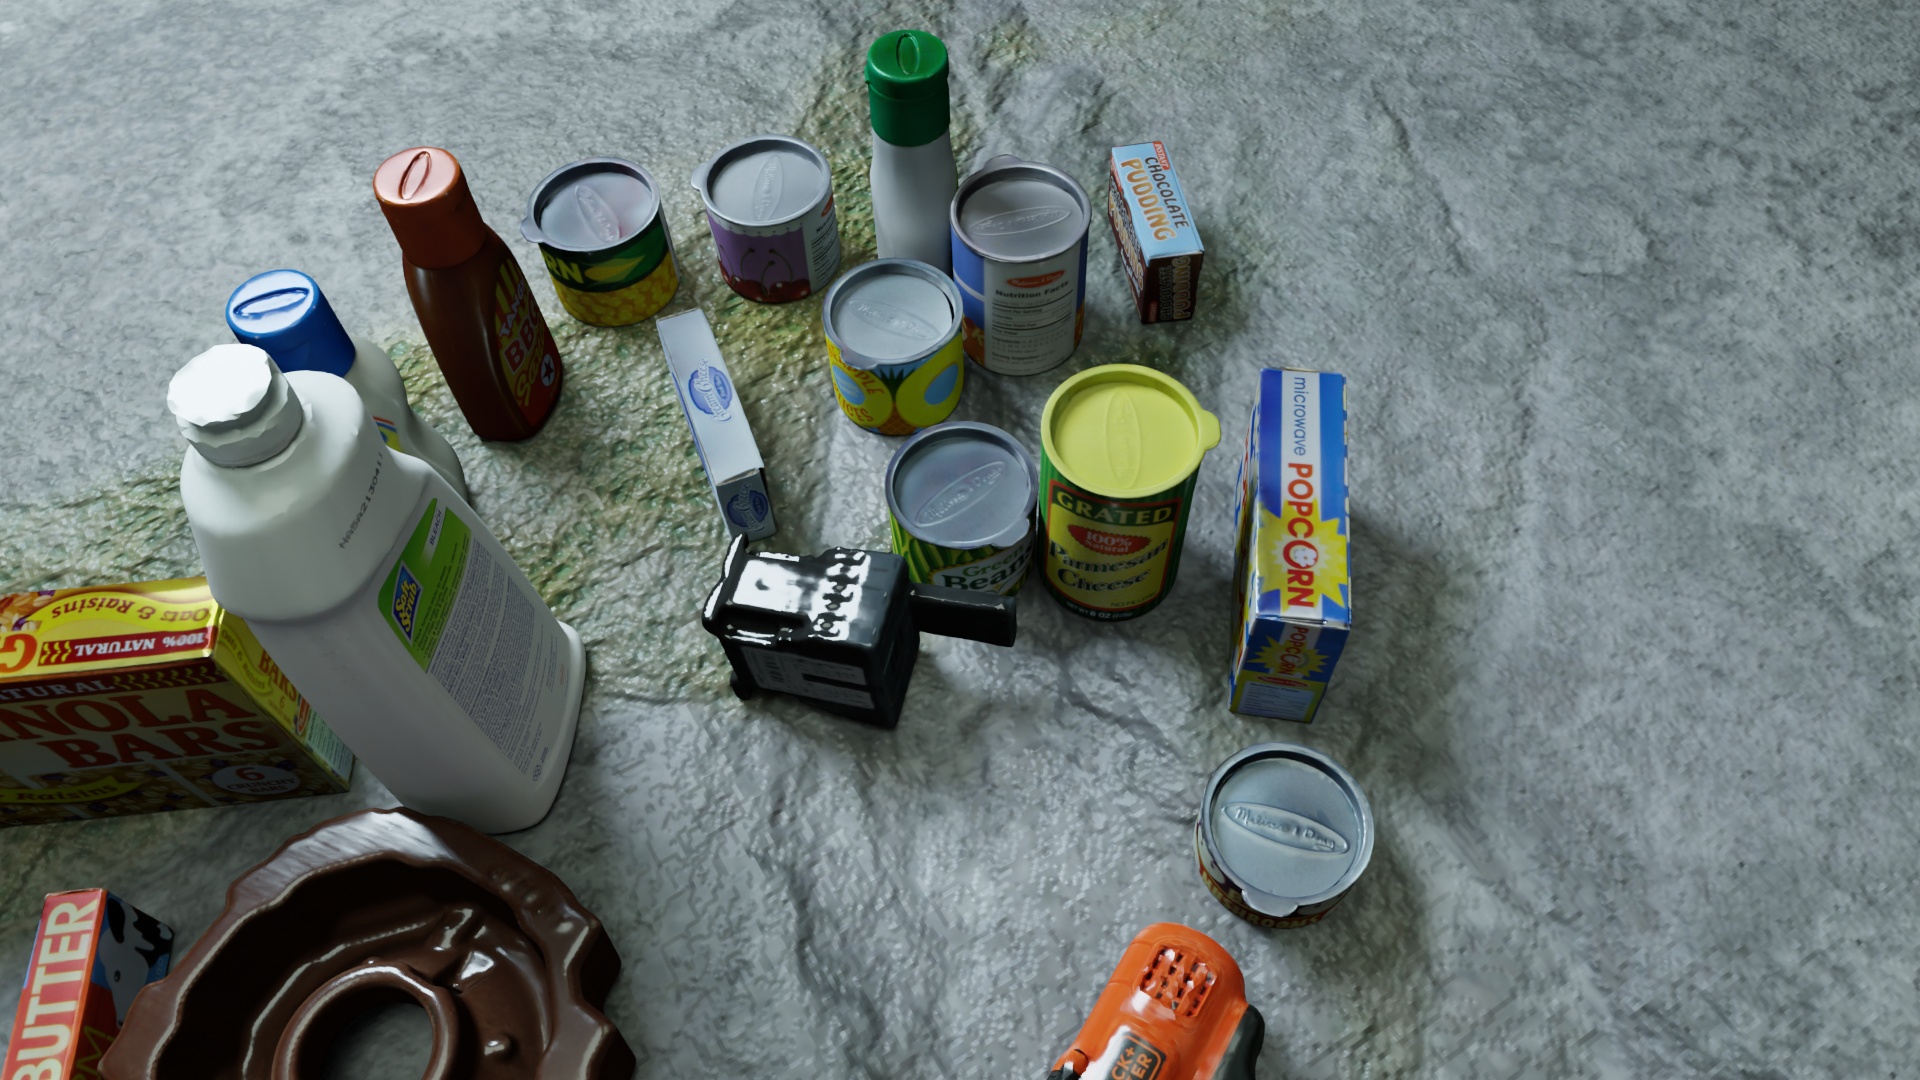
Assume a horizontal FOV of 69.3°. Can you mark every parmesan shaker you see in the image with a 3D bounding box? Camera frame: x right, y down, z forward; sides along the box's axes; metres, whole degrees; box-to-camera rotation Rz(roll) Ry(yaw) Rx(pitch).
[{"bbox_3d":[0.069,-0.017,0.593,0.071,0.102,0.071,-1,57,1],"label":"parmesan shaker"}]

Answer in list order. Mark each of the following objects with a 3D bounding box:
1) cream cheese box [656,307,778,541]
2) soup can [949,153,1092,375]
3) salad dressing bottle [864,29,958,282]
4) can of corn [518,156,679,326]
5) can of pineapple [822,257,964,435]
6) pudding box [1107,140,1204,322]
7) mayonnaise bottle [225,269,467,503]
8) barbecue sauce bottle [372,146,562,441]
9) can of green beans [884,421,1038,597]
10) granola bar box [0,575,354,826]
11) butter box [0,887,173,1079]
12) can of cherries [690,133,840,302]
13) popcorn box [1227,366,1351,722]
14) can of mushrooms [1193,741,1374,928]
[{"bbox_3d":[-0.114,-0.053,0.651,0.024,0.053,0.104,-19,59,-10],"label":"cream cheese box"},{"bbox_3d":[0.029,-0.134,0.680,0.071,0.083,0.072,-1,57,1],"label":"soup can"},{"bbox_3d":[-0.022,-0.174,0.670,0.044,0.147,0.064,-4,57,-1],"label":"salad dressing bottle"},{"bbox_3d":[-0.184,-0.151,0.713,0.071,0.058,0.071,-1,57,1],"label":"can of corn"},{"bbox_3d":[-0.033,-0.092,0.670,0.071,0.057,0.071,-1,57,1],"label":"can of pineapple"},{"bbox_3d":[0.099,-0.159,0.715,0.030,0.049,0.084,-9,57,-4],"label":"pudding box"},{"bbox_3d":[-0.265,-0.053,0.598,0.065,0.147,0.041,-18,59,-10],"label":"mayonnaise bottle"},{"bbox_3d":[-0.224,-0.112,0.635,0.044,0.147,0.065,4,58,4],"label":"barbecue sauce bottle"},{"bbox_3d":[0.001,-0.009,0.616,0.071,0.057,0.071,-1,57,1],"label":"can of green beans"},{"bbox_3d":[-0.340,0.067,0.538,0.166,0.123,0.039,-5,58,-2],"label":"granola bar box"},{"bbox_3d":[-0.318,0.184,0.503,0.024,0.053,0.104,-7,57,-2],"label":"butter box"},{"bbox_3d":[-0.100,-0.167,0.720,0.071,0.058,0.072,-1,57,1],"label":"can of cherries"},{"bbox_3d":[0.139,0.001,0.589,0.038,0.084,0.127,6,58,5],"label":"popcorn box"},{"bbox_3d":[0.125,0.118,0.545,0.071,0.033,0.071,-1,57,1],"label":"can of mushrooms"}]
